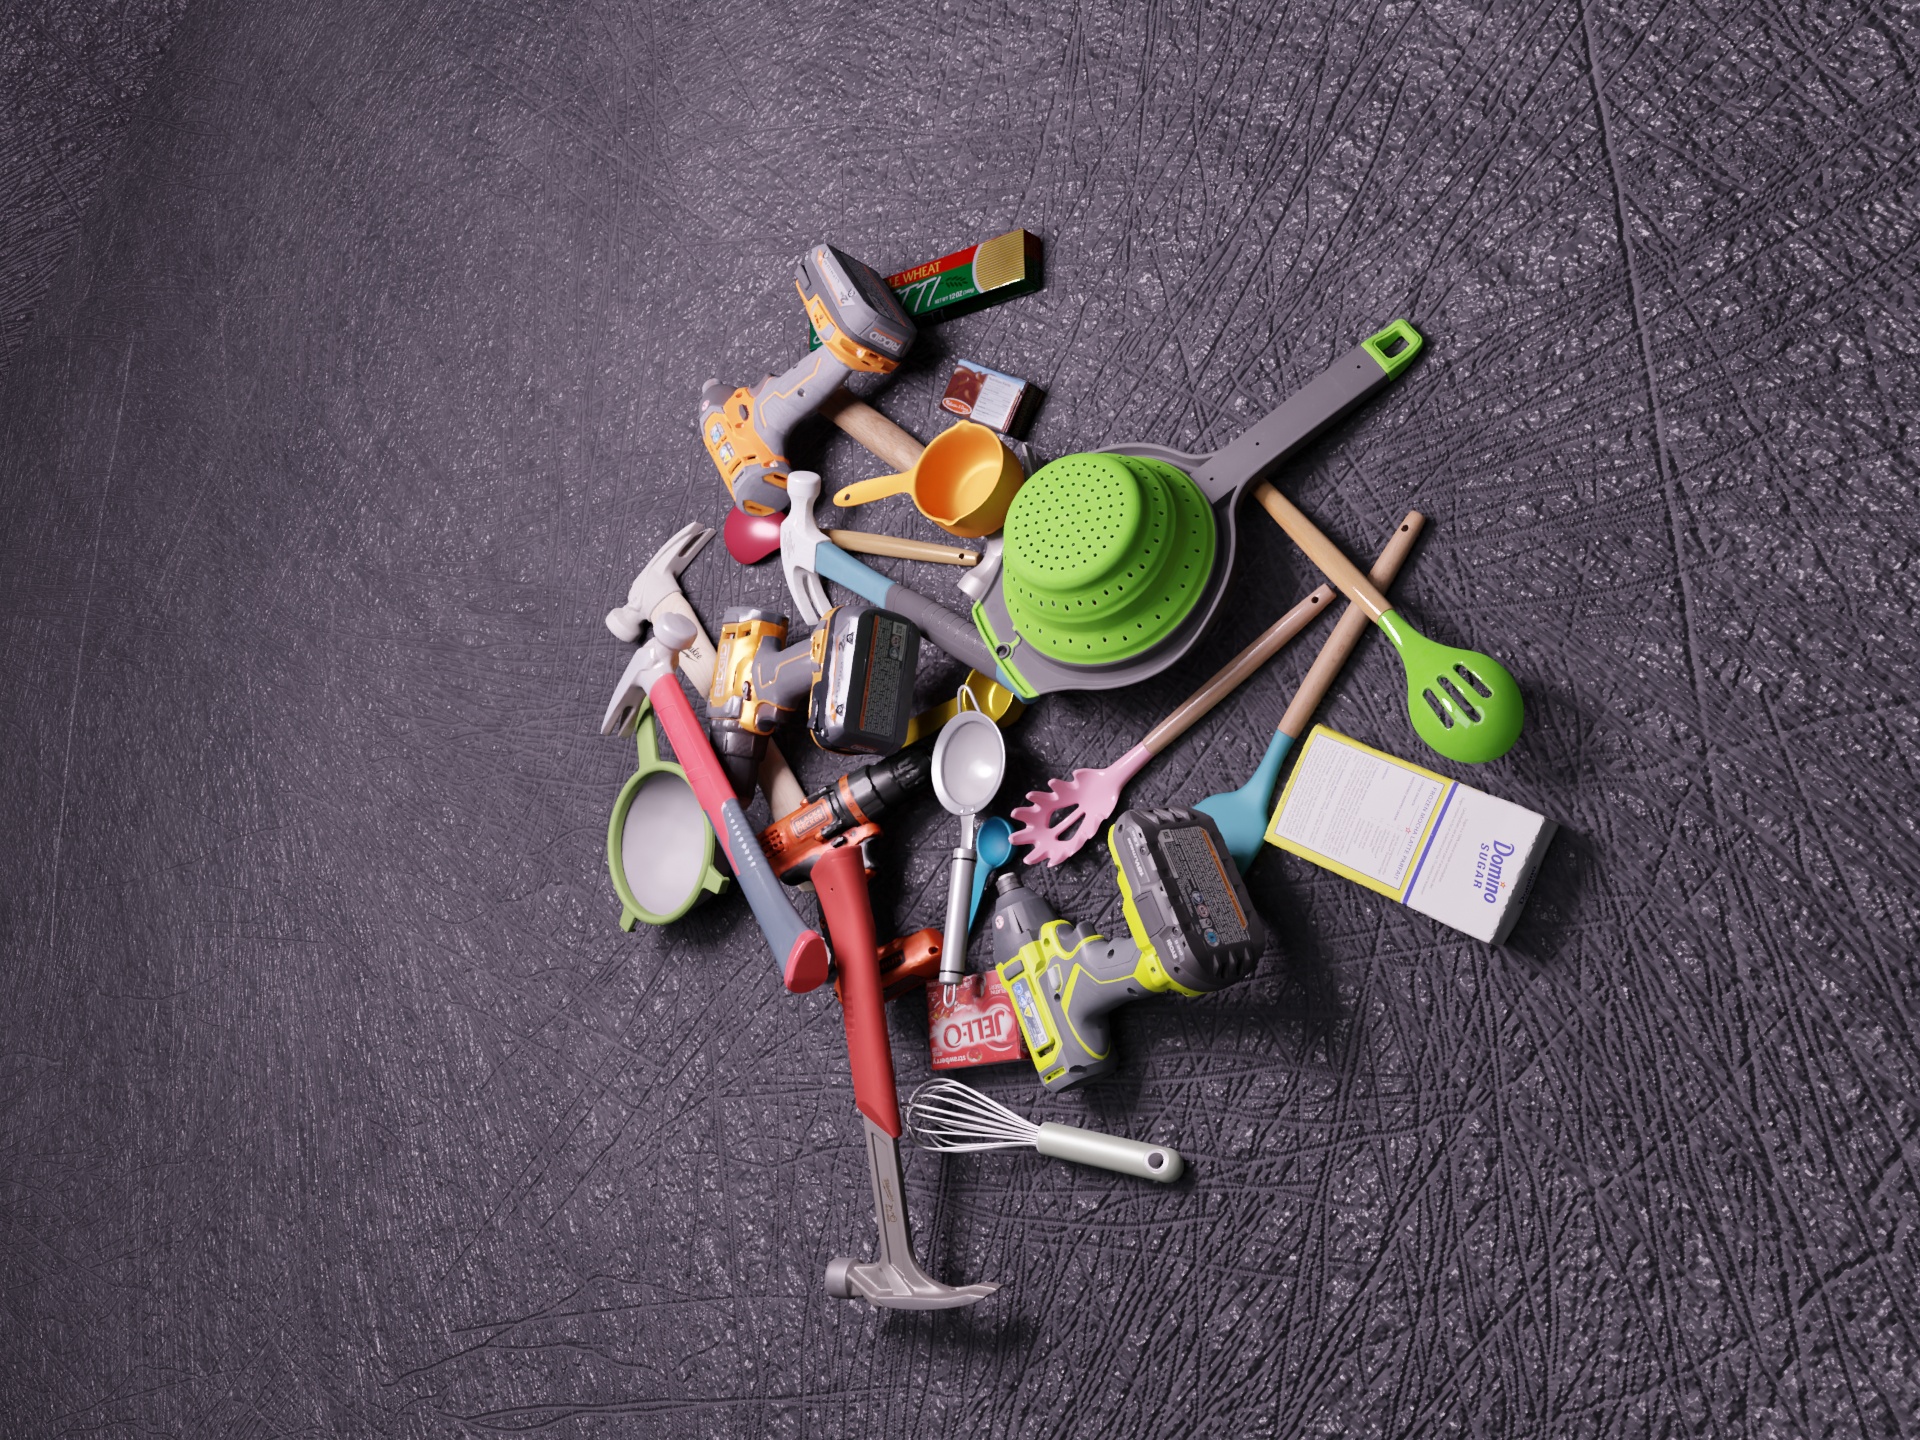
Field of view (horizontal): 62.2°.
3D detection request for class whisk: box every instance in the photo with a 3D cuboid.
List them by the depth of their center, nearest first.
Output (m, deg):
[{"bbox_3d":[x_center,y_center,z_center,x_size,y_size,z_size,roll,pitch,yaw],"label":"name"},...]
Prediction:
[{"bbox_3d":[0.058,0.321,1.227,0.246,0.059,0.058,4,65,32],"label":"whisk"}]

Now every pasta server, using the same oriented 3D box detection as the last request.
[{"bbox_3d":[0.162,0.004,1.221,0.316,0.040,0.060,-43,71,20],"label":"pasta server"}]

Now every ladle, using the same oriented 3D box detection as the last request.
[{"bbox_3d":[-0.109,-0.165,1.463,0.315,0.031,0.069,12,90,35],"label":"ladle"}]

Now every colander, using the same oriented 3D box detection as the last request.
[{"bbox_3d":[0.163,-0.181,1.179,0.397,0.094,0.205,-37,56,11],"label":"colander"}]

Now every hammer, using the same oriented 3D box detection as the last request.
[{"bbox_3d":[-0.061,0.277,1.246,0.149,0.036,0.359,-10,86,30],"label":"hammer"},{"bbox_3d":[-0.210,0.083,1.348,0.143,0.038,0.387,-55,48,27],"label":"hammer"},{"bbox_3d":[-0.049,-0.100,1.358,0.331,0.033,0.128,33,126,39],"label":"hammer"},{"bbox_3d":[-0.040,-0.234,1.414,0.130,0.031,0.332,-52,53,5],"label":"hammer"},{"bbox_3d":[-0.203,-0.009,1.492,0.146,0.038,0.411,-46,58,18],"label":"hammer"}]

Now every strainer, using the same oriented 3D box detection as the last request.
[{"bbox_3d":[0.005,0.101,1.281,0.087,0.050,0.258,-8,70,47],"label":"strainer"},{"bbox_3d":[-0.268,0.066,1.499,0.151,0.069,0.256,-25,67,37],"label":"strainer"}]

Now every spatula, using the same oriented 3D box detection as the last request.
[{"bbox_3d":[0.247,-0.014,1.159,0.082,0.044,0.317,37,101,40],"label":"spatula"}]

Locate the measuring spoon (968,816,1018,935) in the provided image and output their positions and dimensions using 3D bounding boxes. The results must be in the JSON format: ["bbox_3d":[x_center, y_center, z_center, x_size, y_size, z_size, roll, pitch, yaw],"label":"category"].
[{"bbox_3d":[0.020,0.139,1.314,0.042,0.021,0.128,36,111,46],"label":"measuring spoon"}]

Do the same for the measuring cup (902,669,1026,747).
[{"bbox_3d":[-0.002,-0.004,1.355,0.156,0.029,0.062,-27,61,40],"label":"measuring cup"}]

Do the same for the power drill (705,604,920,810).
[{"bbox_3d":[-0.142,-0.009,1.367,0.226,0.084,0.185,0,79,48],"label":"power drill"}]

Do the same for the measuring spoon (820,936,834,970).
[{"bbox_3d":[-0.149,0.190,1.427,0.124,0.018,0.034,33,100,43],"label":"measuring spoon"}]

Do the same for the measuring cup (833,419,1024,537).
[{"bbox_3d":[-0.025,-0.191,1.336,0.174,0.052,0.095,-6,69,34],"label":"measuring cup"}]

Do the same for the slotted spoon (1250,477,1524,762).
[{"bbox_3d":[0.285,-0.087,1.127,0.070,0.031,0.314,-42,49,12],"label":"slotted spoon"}]

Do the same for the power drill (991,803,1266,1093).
[{"bbox_3d":[0.107,0.159,1.171,0.223,0.080,0.171,-43,60,45],"label":"power drill"}]

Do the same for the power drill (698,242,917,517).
[{"bbox_3d":[-0.156,-0.318,1.456,0.226,0.084,0.164,-47,53,23],"label":"power drill"}]
